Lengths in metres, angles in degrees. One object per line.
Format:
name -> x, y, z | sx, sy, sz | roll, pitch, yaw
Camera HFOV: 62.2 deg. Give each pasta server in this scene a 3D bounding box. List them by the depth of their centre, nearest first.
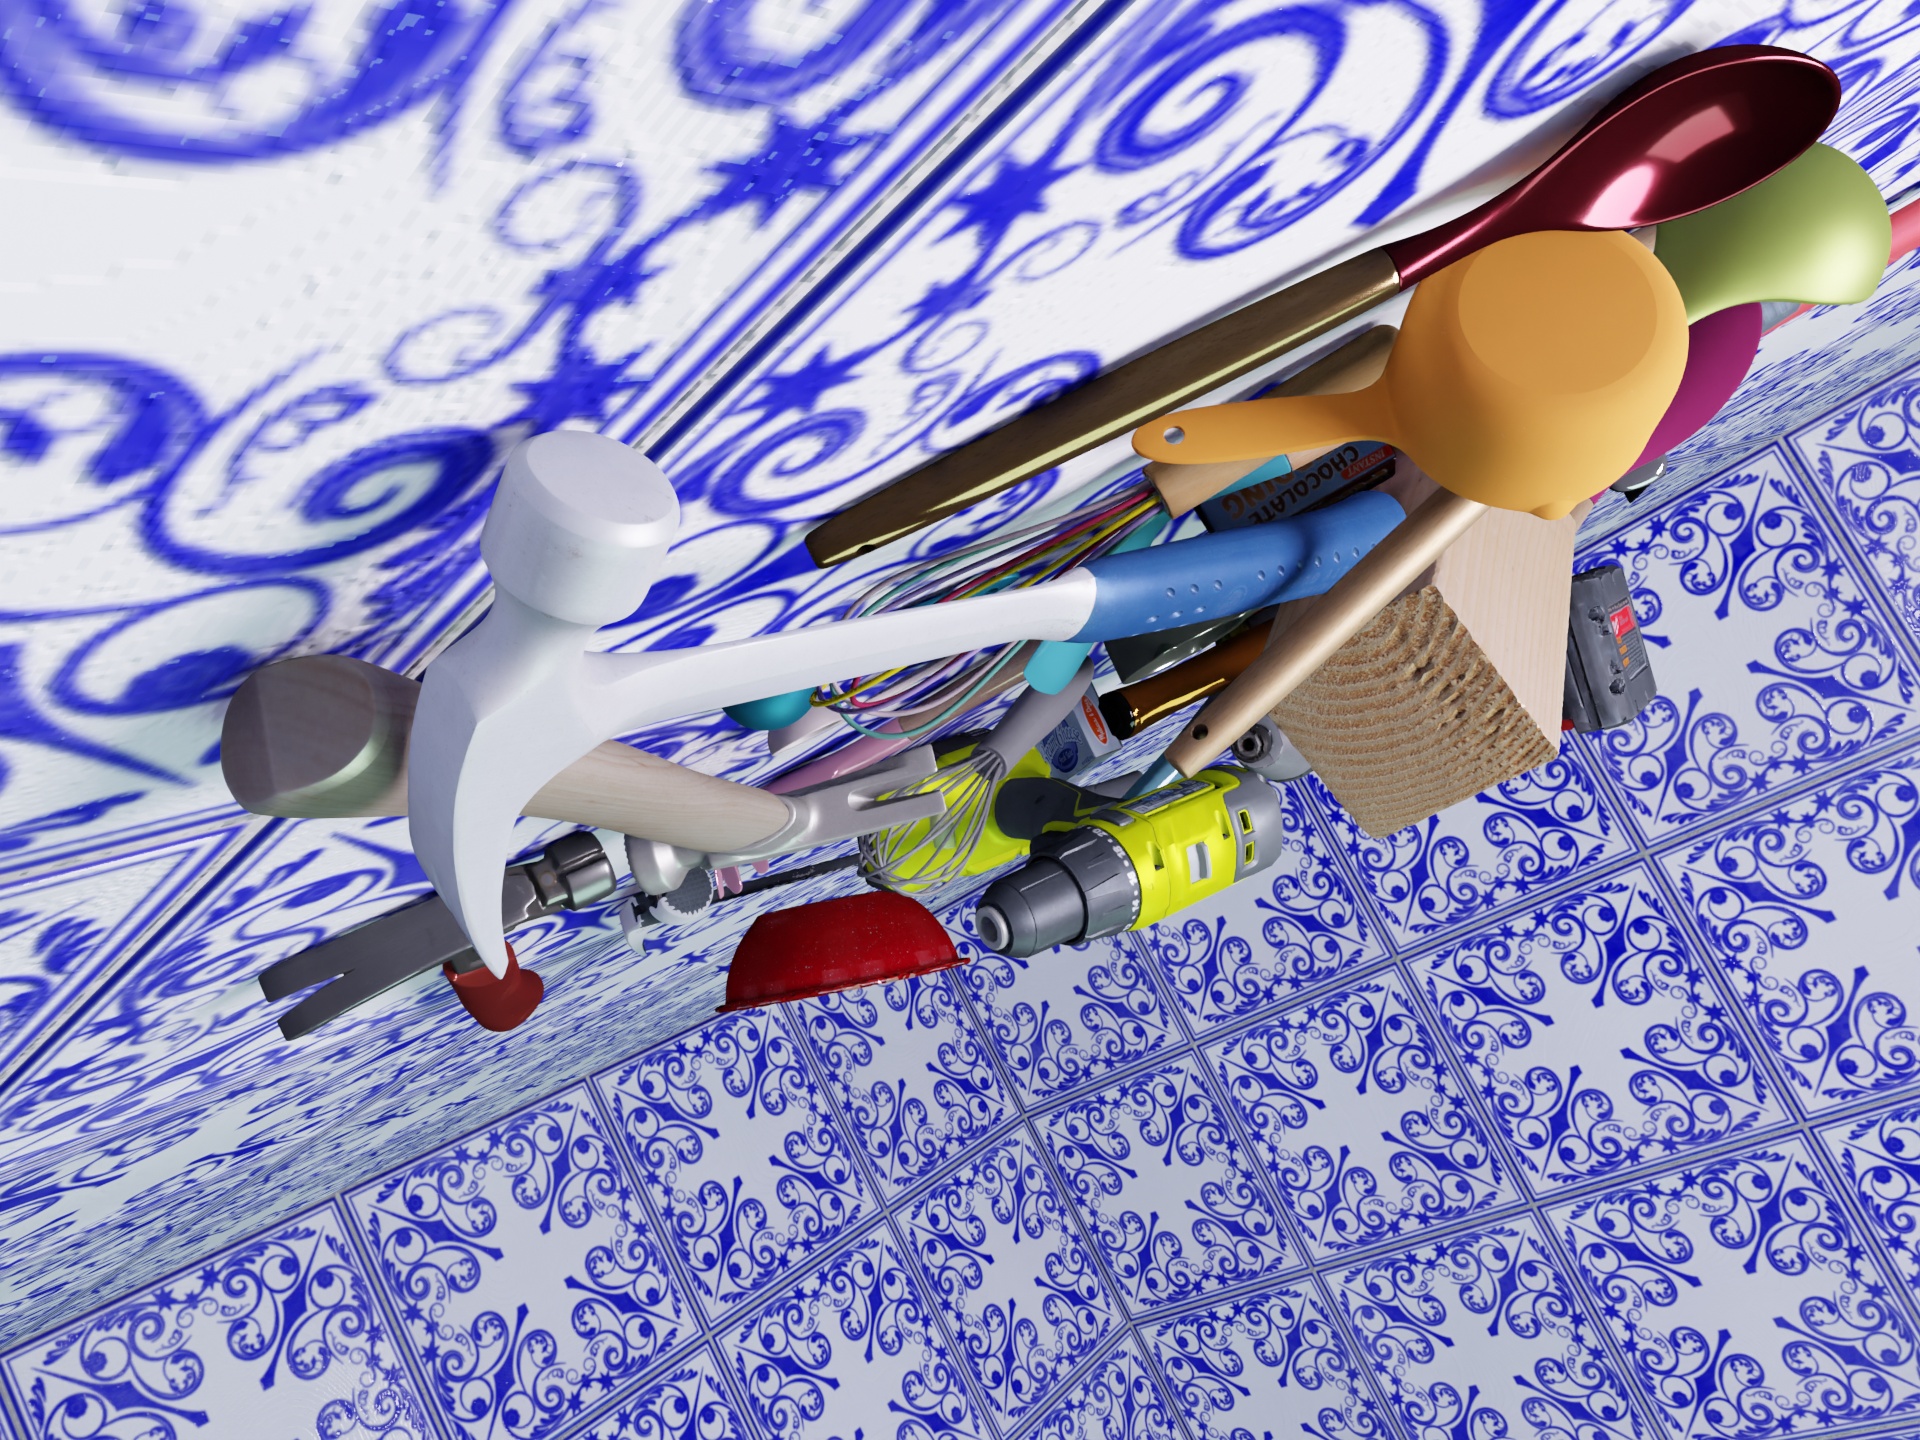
pasta server -> -0.001, -0.003, 0.815 | 0.316, 0.040, 0.060 | -30, -176, 11

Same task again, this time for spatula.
spatula -> 0.157, -0.109, 0.633 | 0.317, 0.044, 0.082 | -30, 168, 9

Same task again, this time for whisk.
whisk -> 0.052, -0.067, 0.562 | 0.245, 0.051, 0.047 | -31, 166, 3
whisk -> 0.017, 0.020, 0.848 | 0.055, 0.055, 0.239 | -35, -173, 42

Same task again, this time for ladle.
ladle -> 0.099, -0.116, 0.455 | 0.315, 0.031, 0.069 | -26, 157, 0
ladle -> 0.195, -0.088, 0.557 | 0.320, 0.078, 0.062 | -43, 148, -1

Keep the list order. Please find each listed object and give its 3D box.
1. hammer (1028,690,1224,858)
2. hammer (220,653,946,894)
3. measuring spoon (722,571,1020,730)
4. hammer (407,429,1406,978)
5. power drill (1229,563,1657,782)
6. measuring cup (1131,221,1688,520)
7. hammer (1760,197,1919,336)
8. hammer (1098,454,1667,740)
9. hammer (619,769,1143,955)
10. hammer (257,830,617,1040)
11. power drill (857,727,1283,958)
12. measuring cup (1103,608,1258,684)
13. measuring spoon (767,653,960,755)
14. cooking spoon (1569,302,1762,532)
hammer -> 0.162, 0.006, 1.051 | 0.331, 0.033, 0.128 | -46, -166, -15
hammer -> -0.104, 0.022, 0.544 | 0.146, 0.038, 0.410 | -15, 171, 5
measuring spoon -> -0.031, -0.025, 0.612 | 0.128, 0.021, 0.042 | -24, 172, -13
hammer -> 0.022, -0.030, 0.476 | 0.405, 0.035, 0.144 | -15, 146, -47
power drill -> 0.256, -0.017, 0.881 | 0.219, 0.078, 0.143 | -16, 180, 32
measuring cup -> 0.141, -0.111, 0.504 | 0.173, 0.095, 0.052 | -8, 161, 1
hammer -> 0.466, -0.238, 0.881 | 0.386, 0.038, 0.143 | -30, 174, 16
hammer -> 0.234, -0.073, 0.918 | 0.337, 0.034, 0.127 | -27, 175, 18
hammer -> -0.036, 0.087, 1.071 | 0.409, 0.036, 0.149 | -11, 167, -32
hammer -> -0.259, 0.135, 0.835 | 0.149, 0.037, 0.359 | -25, 171, -19
power drill -> 0.039, 0.068, 0.895 | 0.190, 0.080, 0.229 | -19, -163, -34
measuring cup -> 0.150, -0.076, 0.858 | 0.167, 0.038, 0.083 | -33, 171, 22
measuring spoon -> -0.041, -0.015, 0.702 | 0.034, 0.018, 0.124 | -29, 180, 43
cooking spoon -> 0.296, -0.091, 0.796 | 0.319, 0.069, 0.017 | -53, 130, -4
